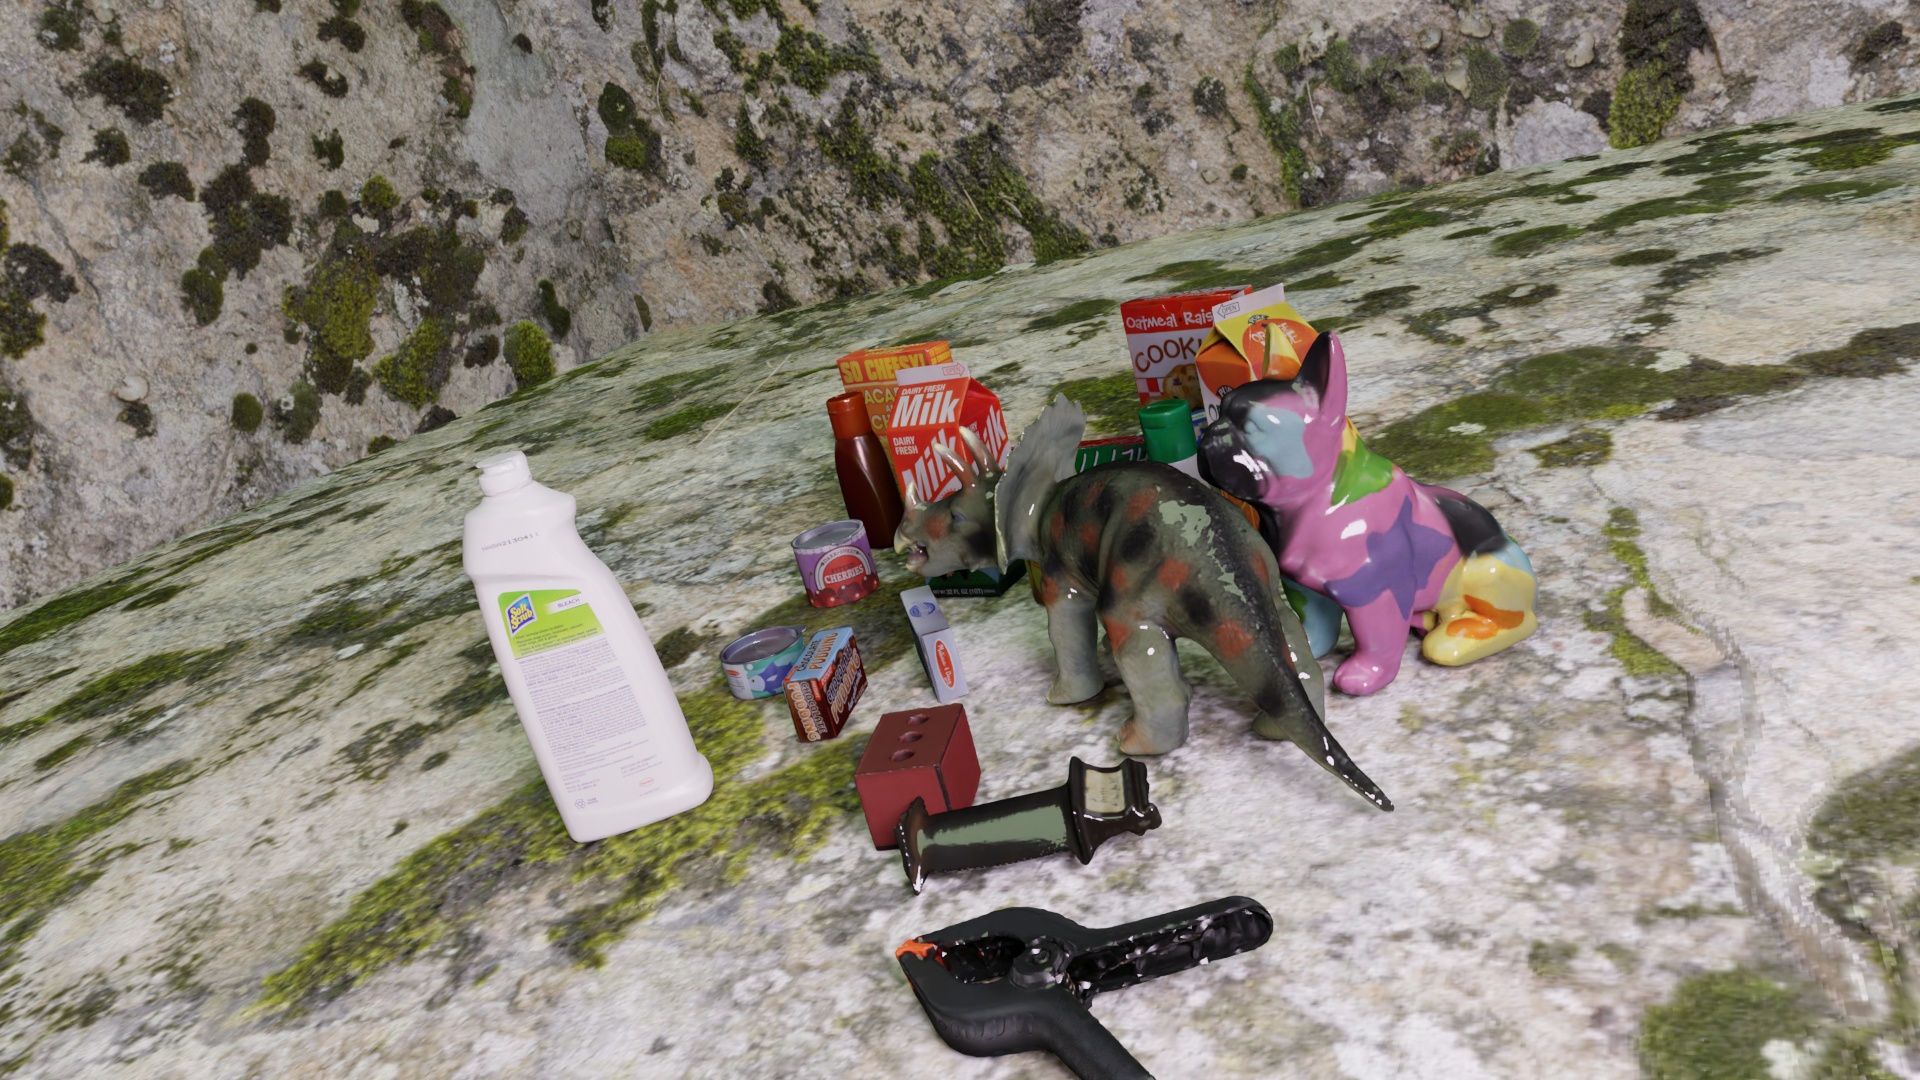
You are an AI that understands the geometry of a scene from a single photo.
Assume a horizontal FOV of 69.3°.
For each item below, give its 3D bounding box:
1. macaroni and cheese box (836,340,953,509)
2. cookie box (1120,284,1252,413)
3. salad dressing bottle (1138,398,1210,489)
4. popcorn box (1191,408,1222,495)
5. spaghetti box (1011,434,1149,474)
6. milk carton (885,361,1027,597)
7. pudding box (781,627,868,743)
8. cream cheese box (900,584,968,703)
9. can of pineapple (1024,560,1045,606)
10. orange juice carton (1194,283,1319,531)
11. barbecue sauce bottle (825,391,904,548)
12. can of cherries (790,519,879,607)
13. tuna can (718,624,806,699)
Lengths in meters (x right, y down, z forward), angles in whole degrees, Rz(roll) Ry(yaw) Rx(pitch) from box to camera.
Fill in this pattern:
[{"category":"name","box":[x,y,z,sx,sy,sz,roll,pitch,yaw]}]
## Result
[{"category":"macaroni and cheese box","box":[-0.049,-0.115,1.413,0.123,0.166,0.040,-1,22,38]},{"category":"cookie box","box":[0.224,-0.148,1.293,0.123,0.167,0.040,2,24,43]},{"category":"salad dressing bottle","box":[0.161,-0.028,1.005,0.064,0.147,0.044,0,22,40]},{"category":"popcorn box","box":[0.230,-0.073,1.192,0.127,0.085,0.038,-17,17,-6]},{"category":"spaghetti box","box":[0.135,-0.070,1.319,0.250,0.050,0.029,-4,20,32]},{"category":"milk carton","box":[-0.002,-0.053,1.144,0.072,0.190,0.074,-4,20,32]},{"category":"pudding box","box":[-0.095,0.101,0.981,0.030,0.049,0.084,-10,18,16]},{"category":"cream cheese box","box":[-0.020,0.073,1.000,0.024,0.053,0.104,-17,17,-5]},{"category":"can of pineapple","box":[0.083,0.014,1.089,0.071,0.057,0.071,-13,17,4]},{"category":"orange juice carton","box":[0.242,-0.099,1.085,0.072,0.192,0.073,-22,18,-21]},{"category":"barbecue sauce bottle","box":[-0.092,-0.067,1.331,0.044,0.148,0.065,-28,21,-36]},{"category":"can of cherries","box":[-0.109,0.021,1.223,0.071,0.058,0.072,-13,17,4]},{"category":"tuna can","box":[-0.148,0.093,1.074,0.071,0.032,0.071,-13,17,4]}]
